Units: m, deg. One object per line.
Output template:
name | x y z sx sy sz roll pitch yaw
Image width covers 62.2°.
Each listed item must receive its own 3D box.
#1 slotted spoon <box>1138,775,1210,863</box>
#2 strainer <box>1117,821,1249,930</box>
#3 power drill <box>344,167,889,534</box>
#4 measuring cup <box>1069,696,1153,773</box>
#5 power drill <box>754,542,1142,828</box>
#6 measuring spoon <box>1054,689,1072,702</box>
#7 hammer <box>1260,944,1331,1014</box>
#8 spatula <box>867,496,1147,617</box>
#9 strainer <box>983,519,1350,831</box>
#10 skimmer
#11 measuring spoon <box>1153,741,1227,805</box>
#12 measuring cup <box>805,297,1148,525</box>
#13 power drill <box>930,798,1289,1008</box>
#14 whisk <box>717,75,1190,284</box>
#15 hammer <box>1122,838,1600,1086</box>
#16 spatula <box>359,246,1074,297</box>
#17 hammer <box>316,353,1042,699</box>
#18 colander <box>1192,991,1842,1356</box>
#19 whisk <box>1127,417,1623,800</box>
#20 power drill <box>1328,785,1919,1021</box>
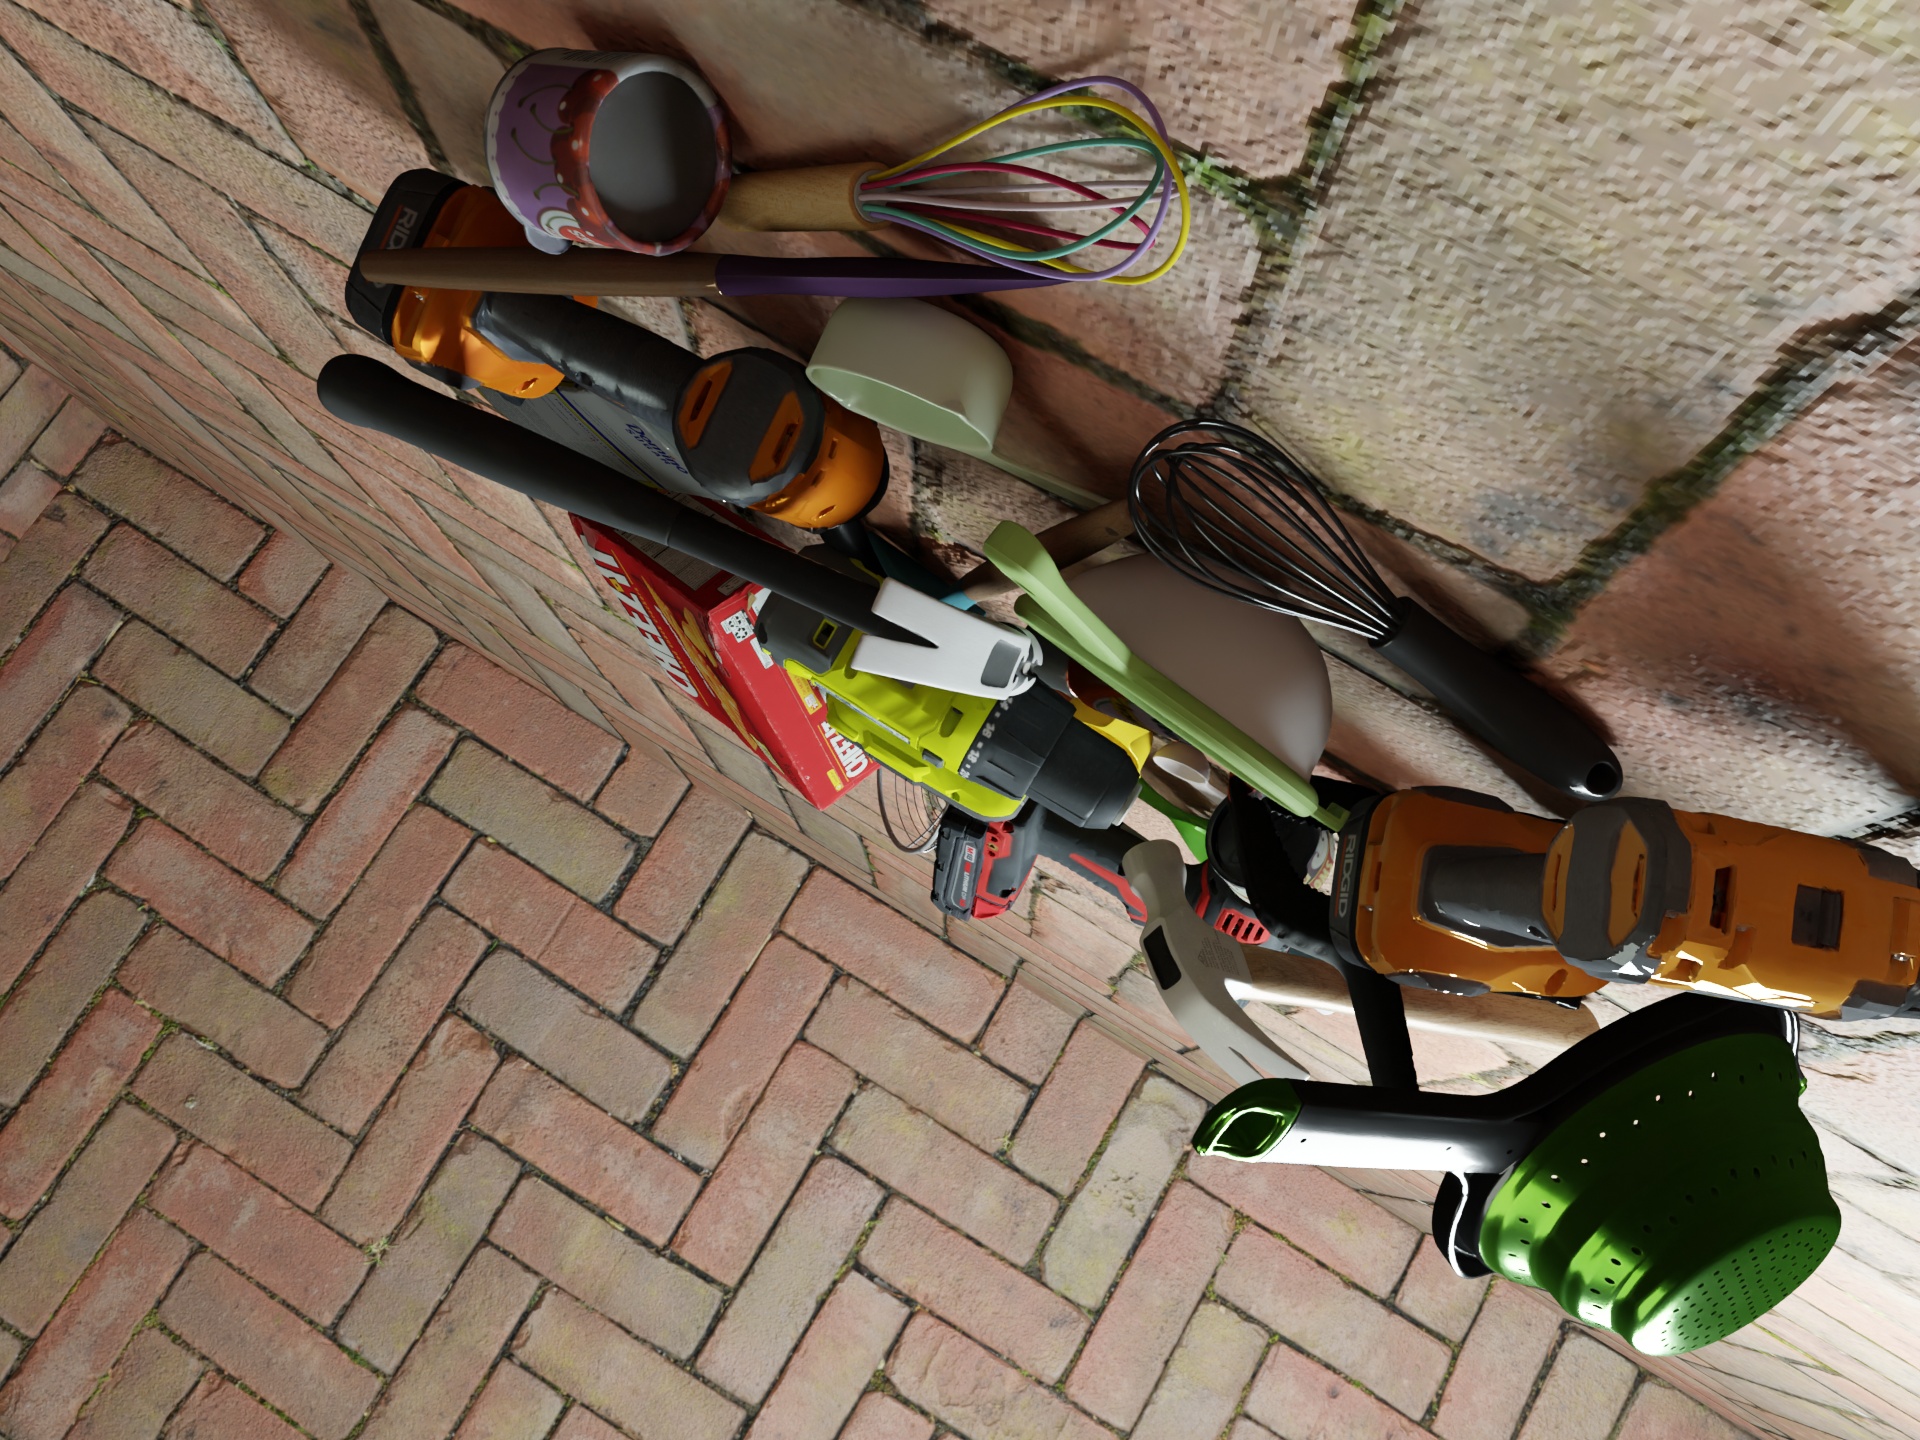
slotted spoon | 0.087 0.019 1.003 0.313 0.031 0.070 39 168 -20
strainer | 0.093 0.071 1.075 0.258 0.050 0.087 35 -177 12
power drill | -0.137 -0.153 0.713 0.226 0.084 0.164 28 -174 13
measuring cup | 0.101 -0.008 0.888 0.062 0.029 0.156 34 156 -6
power drill | -0.001 -0.003 0.818 0.190 0.080 0.228 32 176 4
measuring spoon | 0.061 -0.019 0.959 0.116 0.011 0.021 34 179 -26
hammer | 0.288 0.177 1.110 0.128 0.033 0.331 33 168 -11
spatula | 0.020 -0.078 0.754 0.082 0.044 0.317 35 166 -13
strainer | 0.079 -0.042 0.614 0.152 0.069 0.256 37 -178 28
skimmer | -0.059 -0.028 1.024 0.090 0.127 0.362 -15 150 7
measuring spoon | 0.159 0.041 0.950 0.034 0.018 0.124 14 165 48
measuring cup | 0.018 -0.121 0.627 0.167 0.038 0.083 20 179 -34
power drill | 0.099 0.118 1.028 0.227 0.080 0.187 21 143 11
whisk | -0.015 -0.163 0.504 0.047 0.051 0.245 35 172 -38
hammer | 0.233 0.151 0.855 0.331 0.130 0.031 15 134 -31
spatula | -0.105 -0.164 0.584 0.316 0.018 0.060 9 -162 27
hammer | -0.131 -0.086 0.667 0.335 0.035 0.146 24 -174 15
colander | 0.266 0.210 0.693 0.396 0.204 0.095 13 -149 -34
whisk | 0.157 -0.032 0.582 0.238 0.055 0.055 32 168 -17
power drill | 0.266 0.074 0.603 0.185 0.084 0.226 11 173 -14
